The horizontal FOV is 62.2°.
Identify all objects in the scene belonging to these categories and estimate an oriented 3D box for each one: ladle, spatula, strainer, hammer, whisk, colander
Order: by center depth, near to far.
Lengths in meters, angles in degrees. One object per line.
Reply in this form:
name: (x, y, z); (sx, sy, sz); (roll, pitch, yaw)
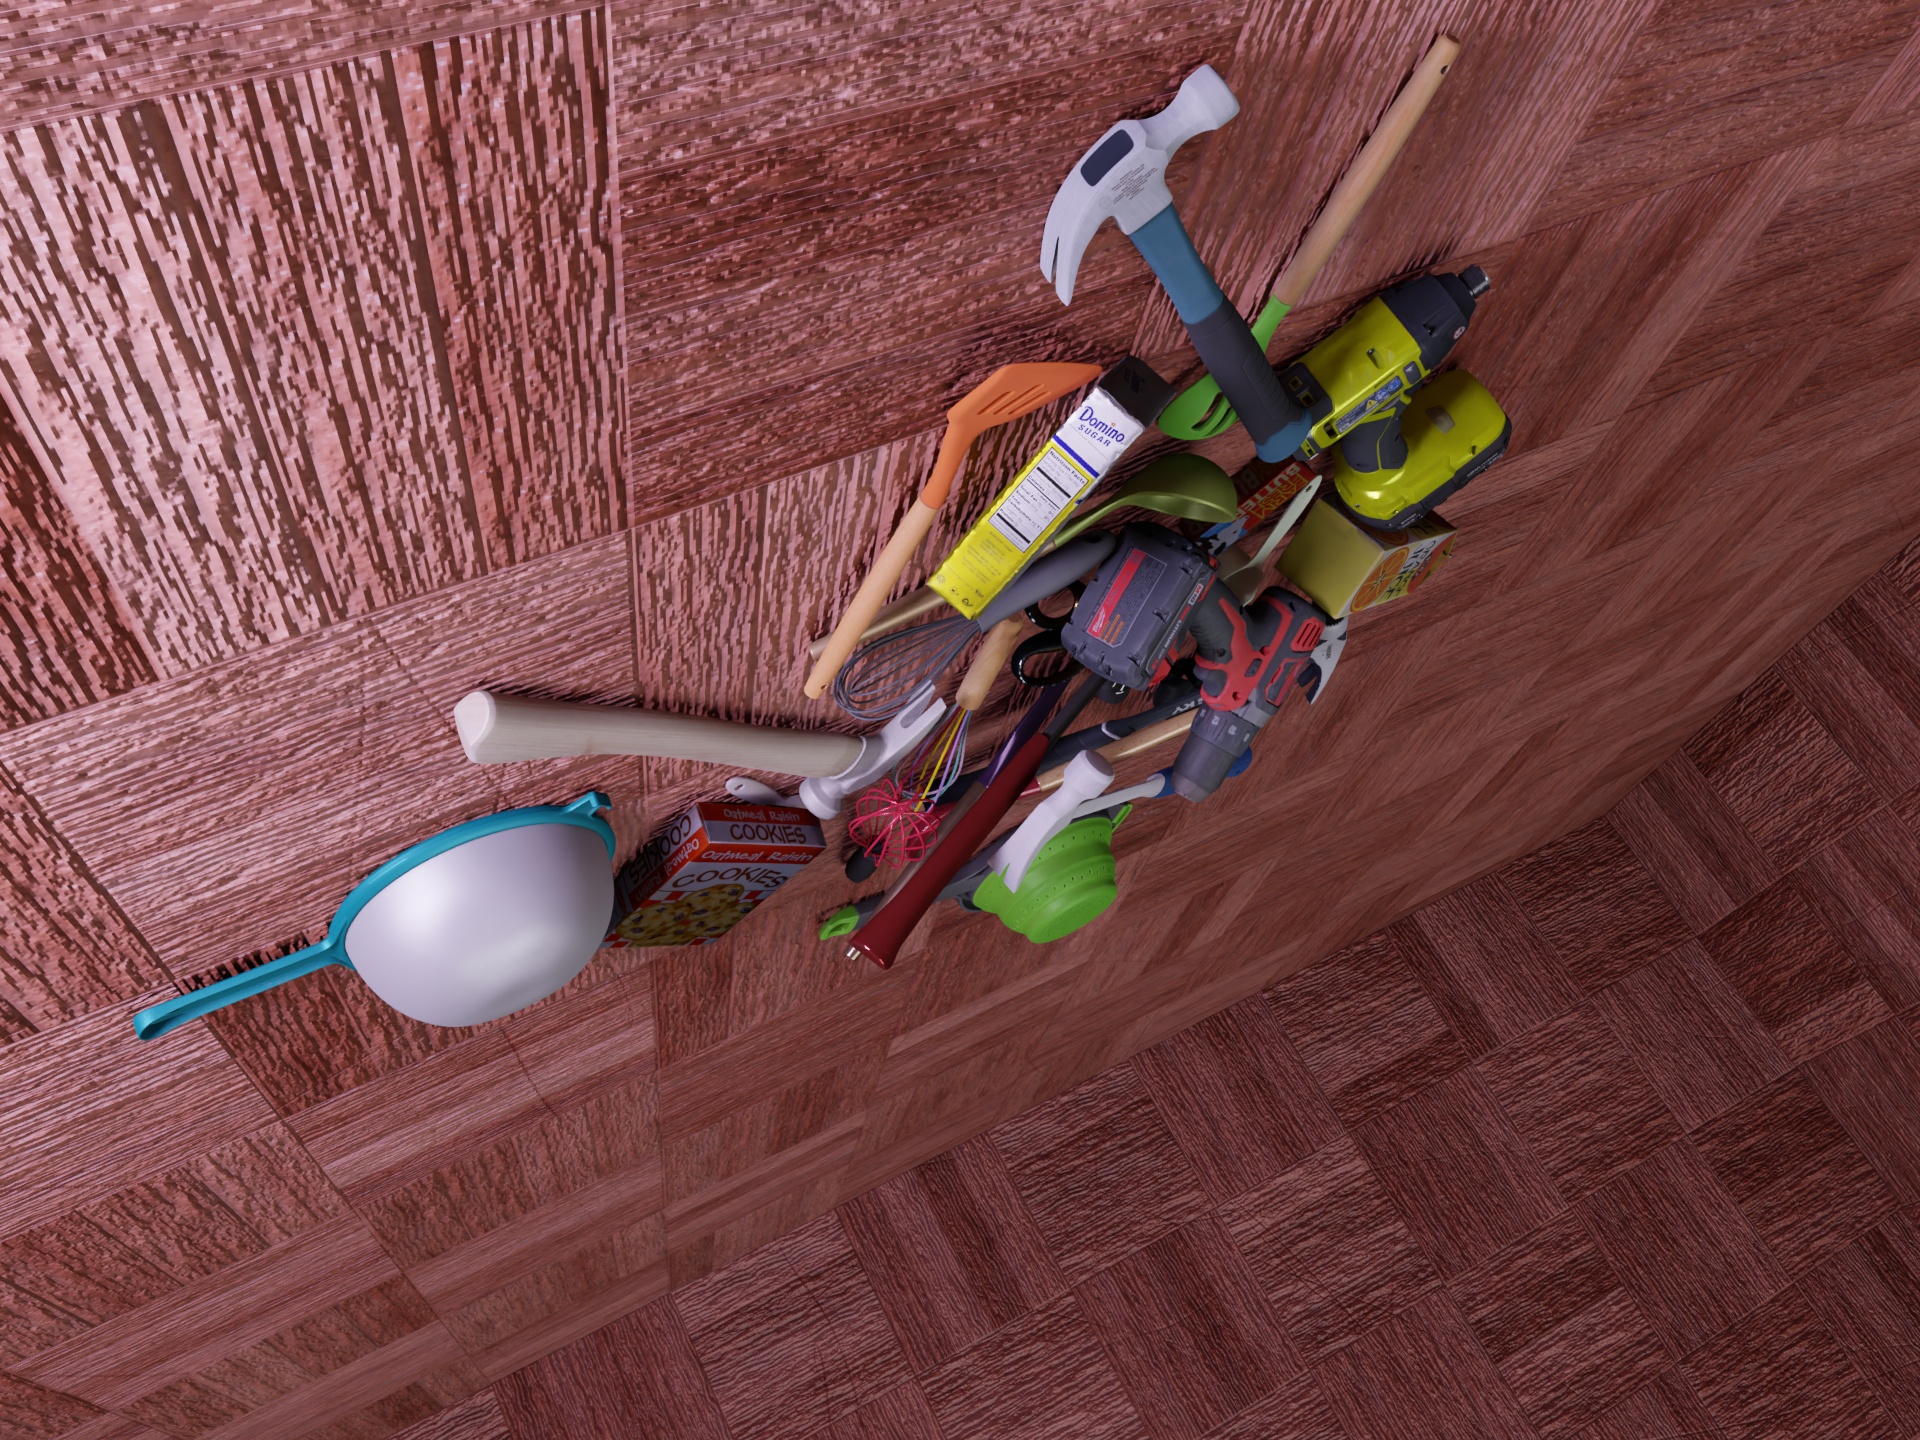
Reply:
hammer: (0.148, -0.239, 0.940); (0.128, 0.033, 0.330); (-35, 150, 13)
spatula: (-0.026, -0.115, 1.006); (0.081, 0.041, 0.322); (-10, 147, -42)
hammer: (-0.170, 0.008, 1.105); (0.146, 0.038, 0.410); (-42, 155, 23)
ladle: (0.045, -0.104, 1.113); (0.320, 0.062, 0.078); (-26, -178, -4)
strainer: (-0.386, 0.177, 1.113); (0.340, 0.095, 0.210); (-21, 156, -26)
whisk: (0.013, -0.073, 1.151); (0.239, 0.055, 0.055); (-32, 158, -8)
hammer: (0.038, 0.050, 1.269); (0.359, 0.037, 0.149); (-49, 163, -23)
whisk: (-0.002, -0.006, 1.292); (0.047, 0.051, 0.244); (-39, 164, -43)
spatula: (0.004, 0.076, 1.351); (0.316, 0.018, 0.059); (-52, 165, -6)
whisk: (-0.069, 0.105, 1.362); (0.073, 0.073, 0.295); (-24, 171, -16)
ladle: (0.093, 0.047, 1.406); (0.315, 0.031, 0.069); (-23, 157, -1)
hammer: (0.163, 0.063, 1.419); (0.144, 0.035, 0.405); (-50, 161, 26)
hammer: (0.157, 0.004, 1.441); (0.409, 0.036, 0.149); (-22, 153, -1)
colander: (0.037, 0.194, 1.681); (0.397, 0.095, 0.204); (-15, 153, -34)

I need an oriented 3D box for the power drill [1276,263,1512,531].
power drill: (0.325, -0.234, 1.166); (0.171, 0.080, 0.223); (-37, 154, 15)

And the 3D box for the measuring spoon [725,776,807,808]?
measuring spoon: (-0.154, 0.067, 1.271); (0.034, 0.018, 0.124); (-34, 157, 8)

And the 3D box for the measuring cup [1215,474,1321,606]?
measuring cup: (0.232, -0.144, 1.295); (0.083, 0.038, 0.167); (-5, 139, -48)

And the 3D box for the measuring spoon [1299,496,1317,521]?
measuring spoon: (0.303, -0.173, 1.355); (0.021, 0.011, 0.116); (-38, 153, 16)

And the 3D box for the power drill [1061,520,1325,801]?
power drill: (0.179, -0.040, 1.241); (0.226, 0.080, 0.188); (23, 99, -47)

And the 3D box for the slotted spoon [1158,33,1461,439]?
slotted spoon: (0.213, -0.282, 0.986); (0.070, 0.031, 0.313); (-11, 150, -33)
